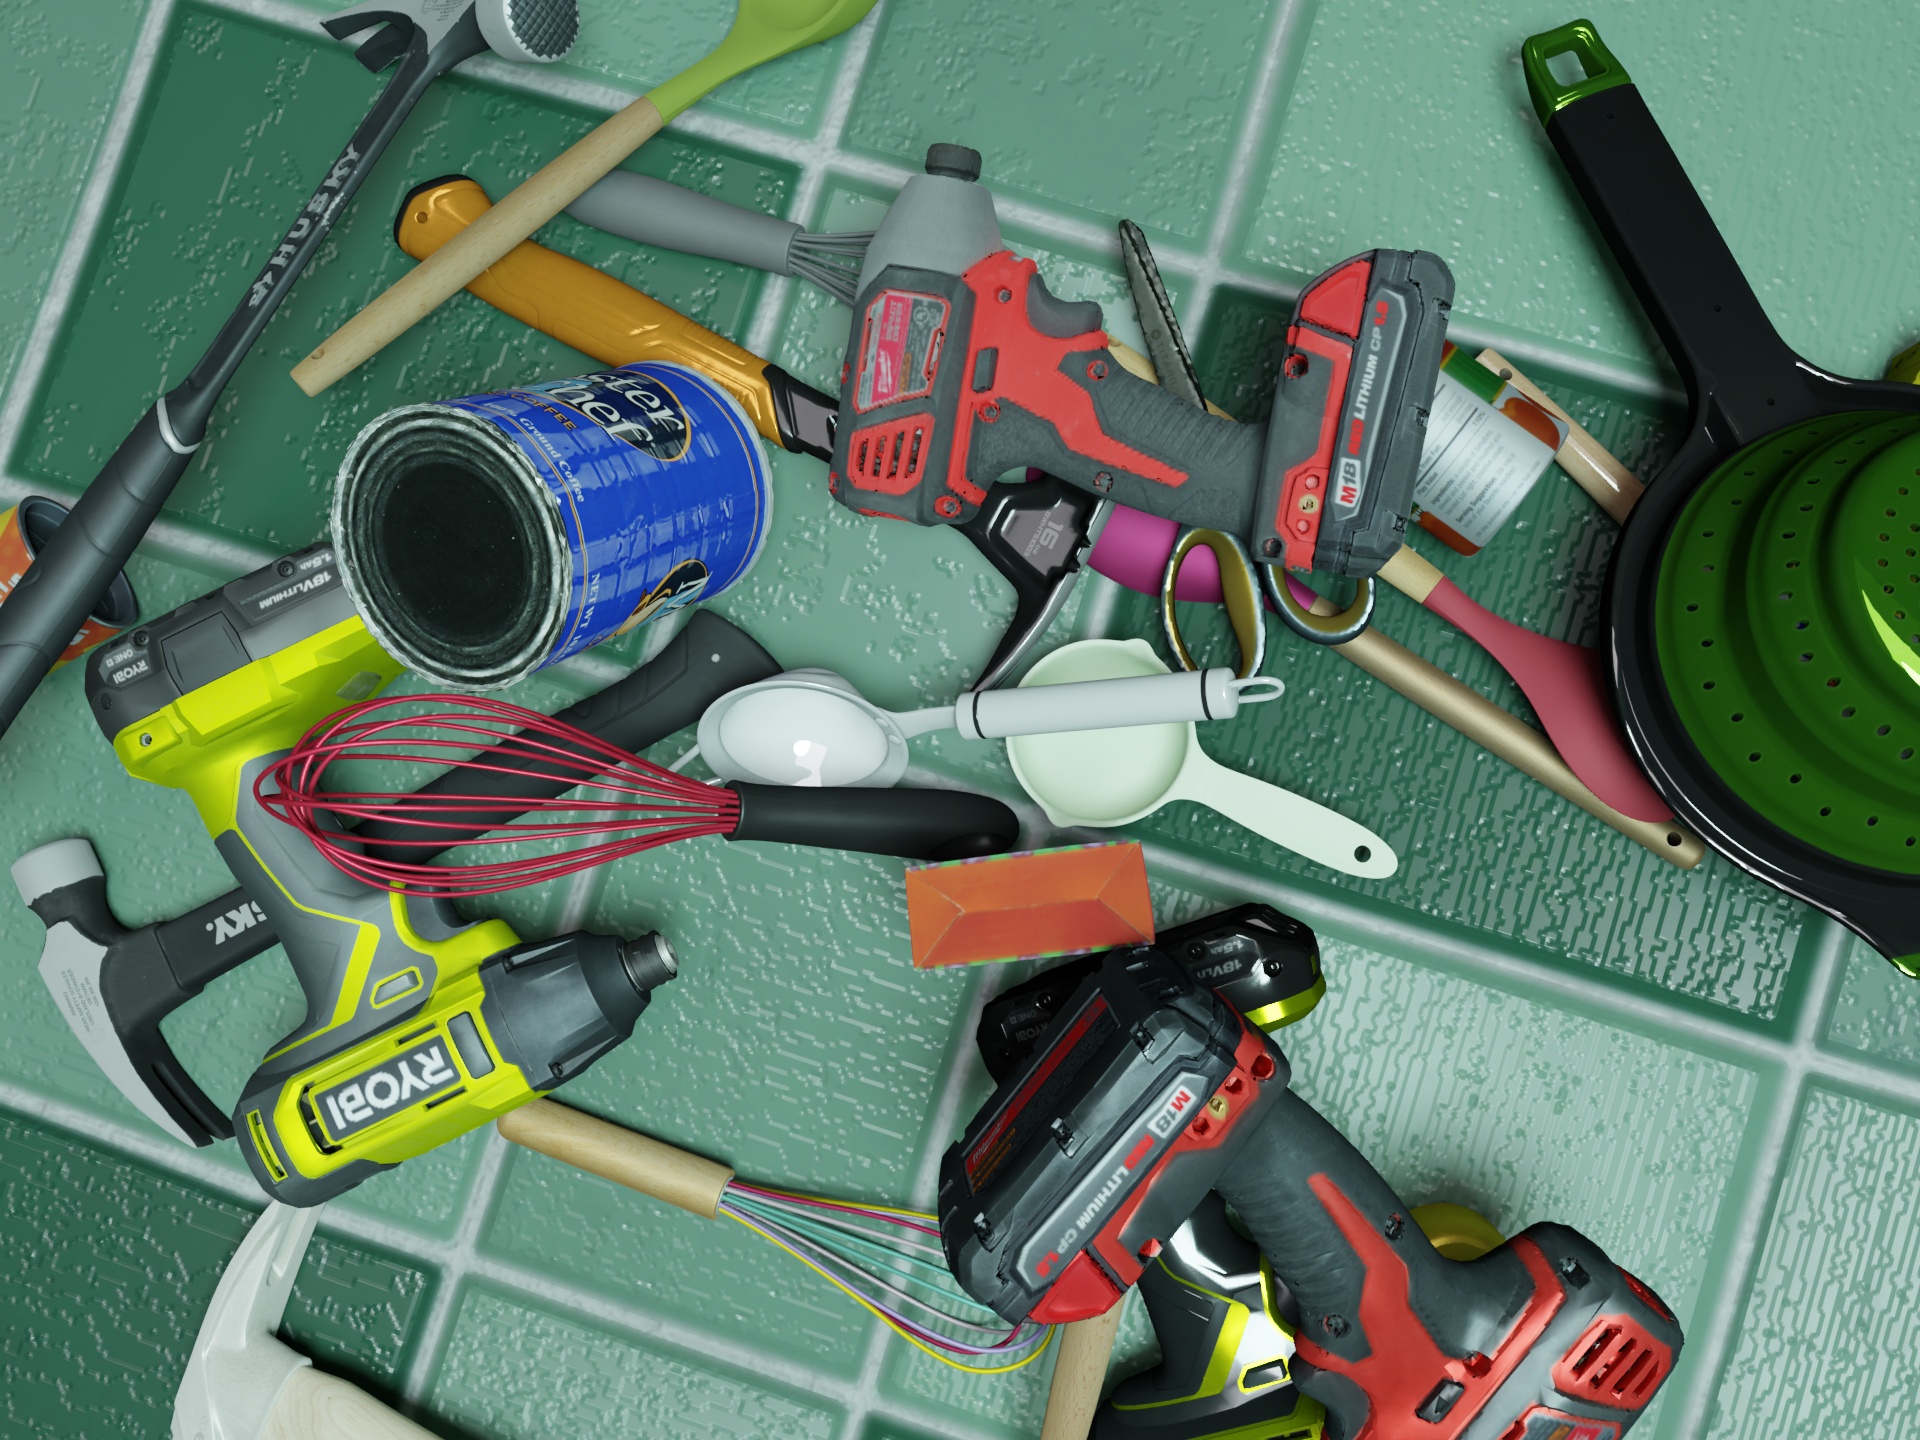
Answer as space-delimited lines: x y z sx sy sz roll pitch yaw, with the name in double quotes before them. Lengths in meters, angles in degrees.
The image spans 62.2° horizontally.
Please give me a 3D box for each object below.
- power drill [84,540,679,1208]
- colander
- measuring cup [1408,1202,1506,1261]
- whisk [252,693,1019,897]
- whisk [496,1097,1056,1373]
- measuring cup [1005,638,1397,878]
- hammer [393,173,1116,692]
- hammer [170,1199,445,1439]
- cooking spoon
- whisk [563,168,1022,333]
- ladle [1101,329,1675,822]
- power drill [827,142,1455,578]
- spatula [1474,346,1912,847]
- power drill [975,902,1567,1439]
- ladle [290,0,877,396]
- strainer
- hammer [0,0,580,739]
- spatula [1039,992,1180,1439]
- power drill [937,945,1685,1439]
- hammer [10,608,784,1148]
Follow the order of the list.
"power drill" -0.225 0.052 0.620 0.171 0.080 0.223 -26 86 0
"colander" 0.309 -0.111 0.568 0.204 0.094 0.397 -21 75 -2
"measuring cup" 0.187 0.272 0.627 0.062 0.029 0.156 9 83 5
"whisk" -0.104 0.032 0.594 0.295 0.073 0.073 6 85 -30
"whisk" -0.078 0.204 0.647 0.245 0.051 0.047 18 92 8
"measuring cup" 0.098 0.025 0.653 0.167 0.038 0.083 25 87 4
"hammer" -0.099 -0.136 0.678 0.337 0.034 0.127 29 95 8
"hammer" -0.126 0.319 0.601 0.411 0.038 0.146 18 86 18
"cooking spoon" 0.167 -0.032 0.662 0.319 0.017 0.069 34 88 7
"whisk" -0.073 -0.200 0.680 0.239 0.055 0.055 18 86 10
"ladle" 0.174 -0.070 0.657 0.315 0.031 0.069 39 54 10
"power drill" 0.063 -0.133 0.595 0.220 0.078 0.143 11 98 12
"spatula" 0.324 -0.038 0.652 0.060 0.018 0.316 -43 84 -3
"power drill" 0.117 0.191 0.604 0.190 0.080 0.228 -21 84 15
"ladle" -0.153 -0.247 0.659 0.320 0.062 0.078 -42 58 -10
"strainer" -0.001 -0.002 0.625 0.258 0.086 0.050 -5 53 23
"hammer" -0.304 -0.136 0.634 0.149 0.036 0.409 21 76 40
"spatula" 0.038 0.248 0.570 0.082 0.044 0.317 16 101 22
"power drill" 0.098 0.204 0.516 0.226 0.080 0.188 38 92 -8
"hammer" -0.226 0.050 0.674 0.335 0.035 0.146 -28 83 1
